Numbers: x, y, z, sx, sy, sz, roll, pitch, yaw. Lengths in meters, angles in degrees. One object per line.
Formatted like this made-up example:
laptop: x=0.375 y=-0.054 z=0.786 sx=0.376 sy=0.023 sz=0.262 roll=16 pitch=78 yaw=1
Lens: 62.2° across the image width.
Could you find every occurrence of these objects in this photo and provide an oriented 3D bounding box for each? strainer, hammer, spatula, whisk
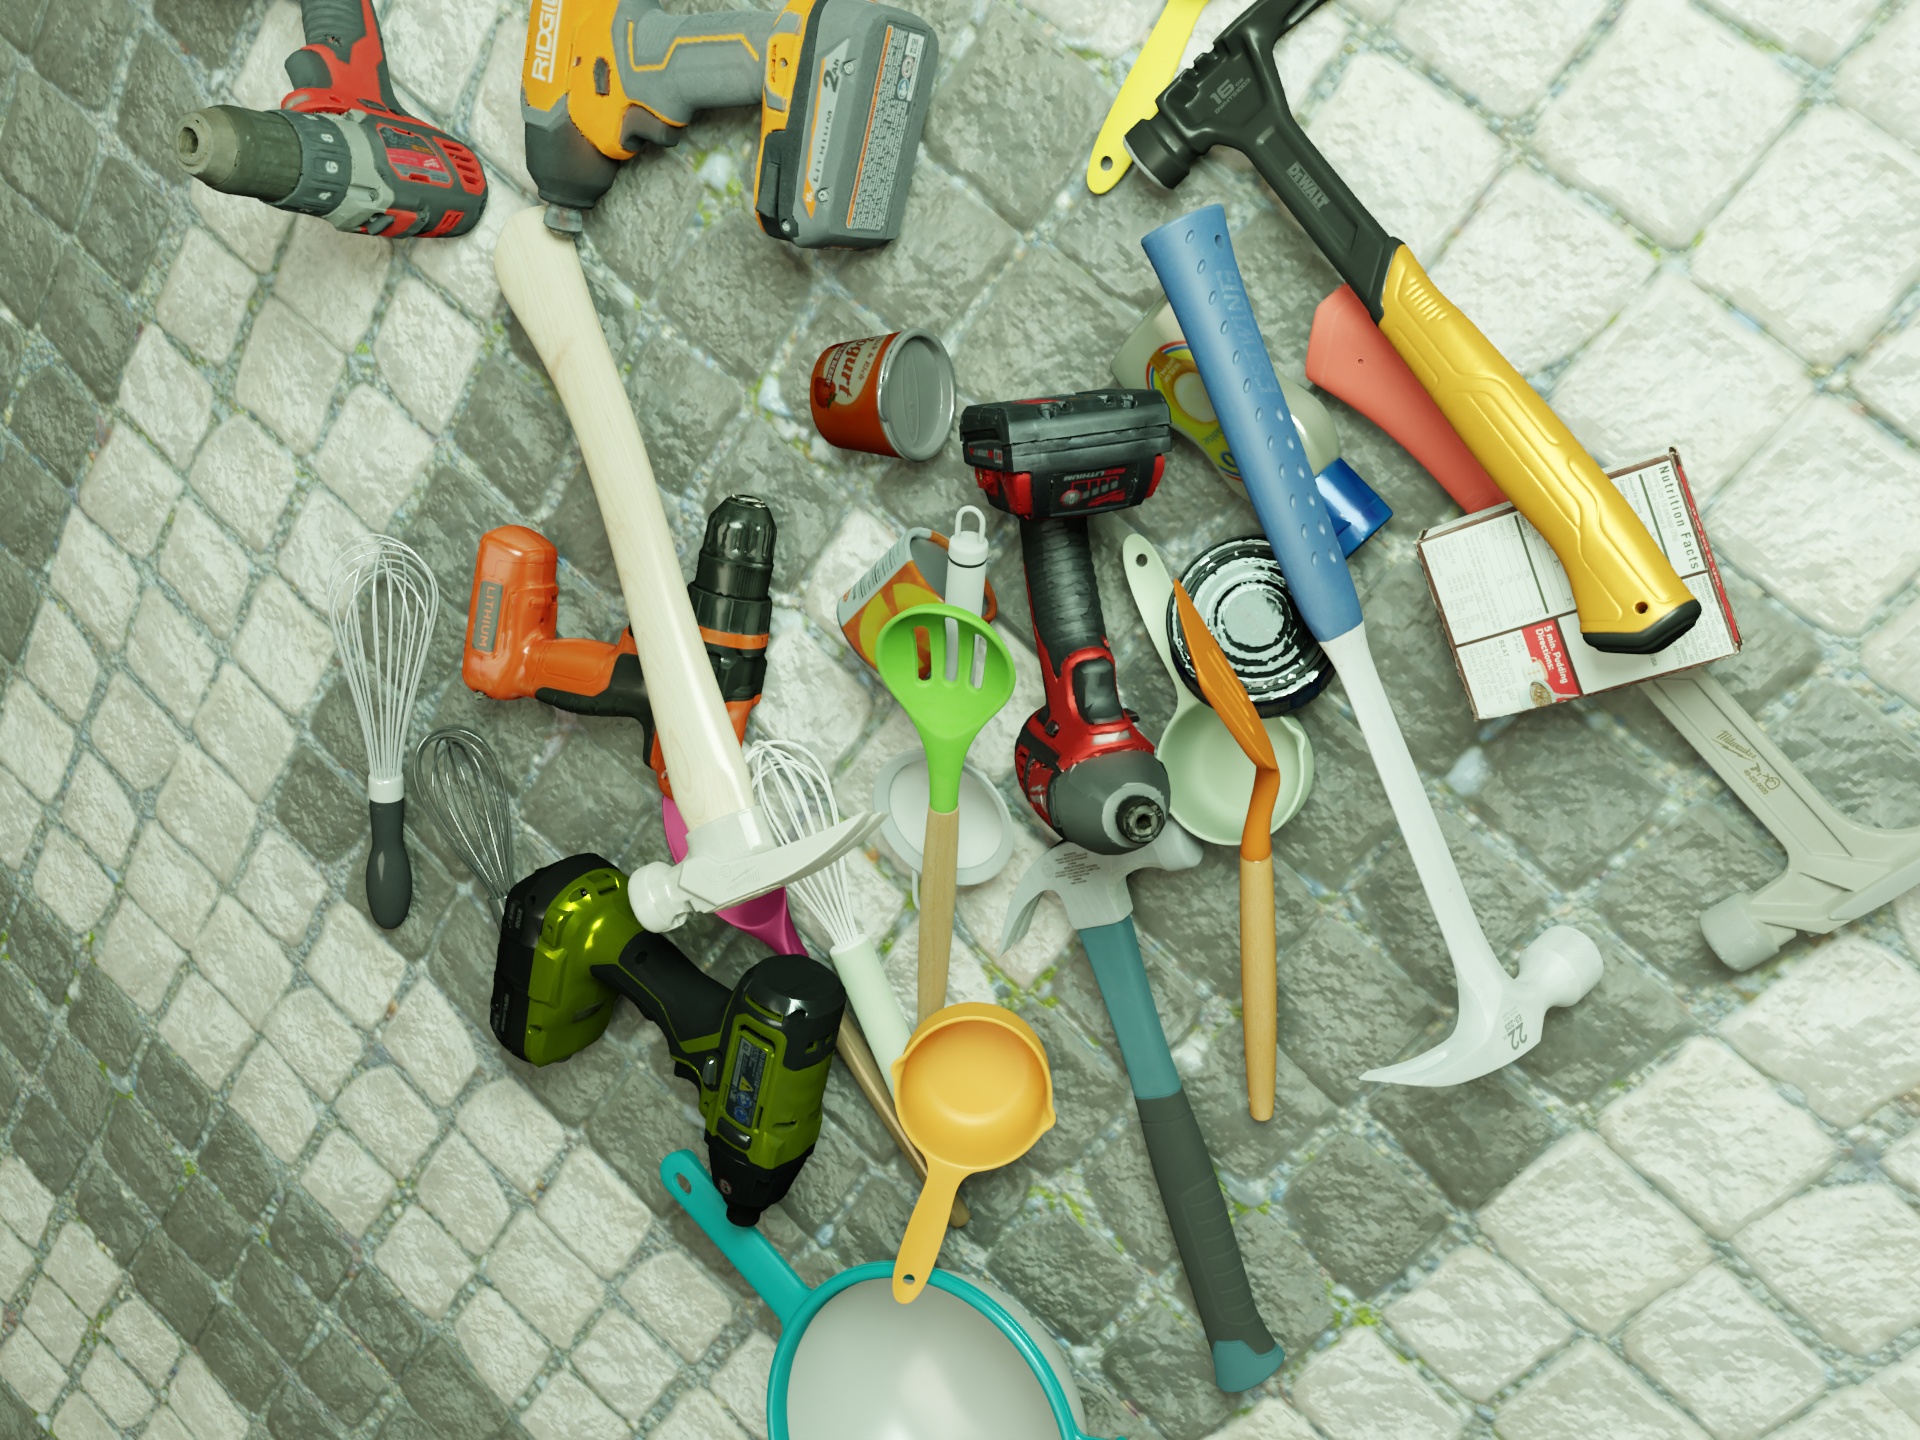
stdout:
strainer: x=-0.049 y=0.378 z=0.970 sx=0.341 sy=0.095 sz=0.211 roll=40 pitch=109 yaw=25
hammer: x=0.202 y=-0.173 z=0.672 sx=0.127 sy=0.034 sz=0.337 roll=-40 pitch=69 yaw=25
hammer: x=-0.167 y=-0.101 z=0.872 sx=0.146 sy=0.038 sz=0.411 roll=-23 pitch=79 yaw=18
spatula: x=0.134 y=0.083 z=0.769 sx=0.041 sy=0.081 sz=0.322 roll=-7 pitch=125 yaw=3
whisk: x=-0.069 y=0.124 z=0.932 sx=0.059 sy=0.058 sz=0.246 roll=-13 pitch=101 yaw=63
hammer: x=0.292 y=-0.063 z=0.711 sx=0.149 sy=0.037 sz=0.359 roll=-43 pitch=84 yaw=28
whisk: x=-0.300 y=0.116 z=1.040 sx=0.055 sy=0.055 sz=0.239 roll=-12 pitch=102 yaw=28
hammer: x=0.113 y=0.215 z=0.870 sx=0.128 sy=0.033 sz=0.331 roll=-13 pitch=99 yaw=32
hammer: x=0.170 y=-0.028 z=0.705 sx=0.035 sy=0.144 sz=0.405 roll=-12 pitch=104 yaw=57
whisk: x=-0.380 y=0.014 z=1.048 sx=0.070 sy=0.070 sz=0.284 roll=17 pitch=115 yaw=21
strainer: x=-0.001 y=-0.003 z=0.832 sx=0.087 sy=0.050 sz=0.258 roll=21 pitch=133 yaw=18

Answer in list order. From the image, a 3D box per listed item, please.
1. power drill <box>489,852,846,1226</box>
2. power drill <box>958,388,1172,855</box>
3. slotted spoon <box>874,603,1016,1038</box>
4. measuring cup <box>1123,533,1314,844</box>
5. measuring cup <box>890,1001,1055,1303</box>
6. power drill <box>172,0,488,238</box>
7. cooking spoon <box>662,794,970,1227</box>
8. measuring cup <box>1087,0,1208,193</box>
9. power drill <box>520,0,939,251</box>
power drill: x=-0.178 y=0.190 z=0.961 sx=0.223 sy=0.080 sz=0.171 roll=26 pitch=113 yaw=28
power drill: x=0.059 y=-0.045 z=0.767 sx=0.078 sy=0.143 sz=0.219 roll=-9 pitch=103 yaw=-10
slotted spoon: x=-0.012 y=0.063 z=0.844 sx=0.070 sy=0.031 sz=0.313 roll=10 pitch=129 yaw=8
measuring cup: x=0.124 y=-0.018 z=0.809 sx=0.083 sy=0.038 sz=0.168 roll=-27 pitch=79 yaw=26
measuring cup: x=-0.005 y=0.243 z=0.904 sx=0.095 sy=0.052 sz=0.173 roll=18 pitch=97 yaw=0
power drill: x=-0.367 y=-0.374 z=0.863 sx=0.080 sy=0.188 sz=0.227 roll=-21 pitch=90 yaw=28
cooking spoon: x=-0.084 y=0.169 z=0.964 sx=0.068 sy=0.017 sz=0.319 roll=-33 pitch=88 yaw=20
measuring cup: x=0.094 y=-0.321 z=0.740 sx=0.062 sy=0.029 sz=0.156 roll=33 pitch=114 yaw=15
power drill: x=-0.135 y=-0.315 z=0.827 sx=0.227 sy=0.084 sz=0.164 roll=24 pitch=113 yaw=23
